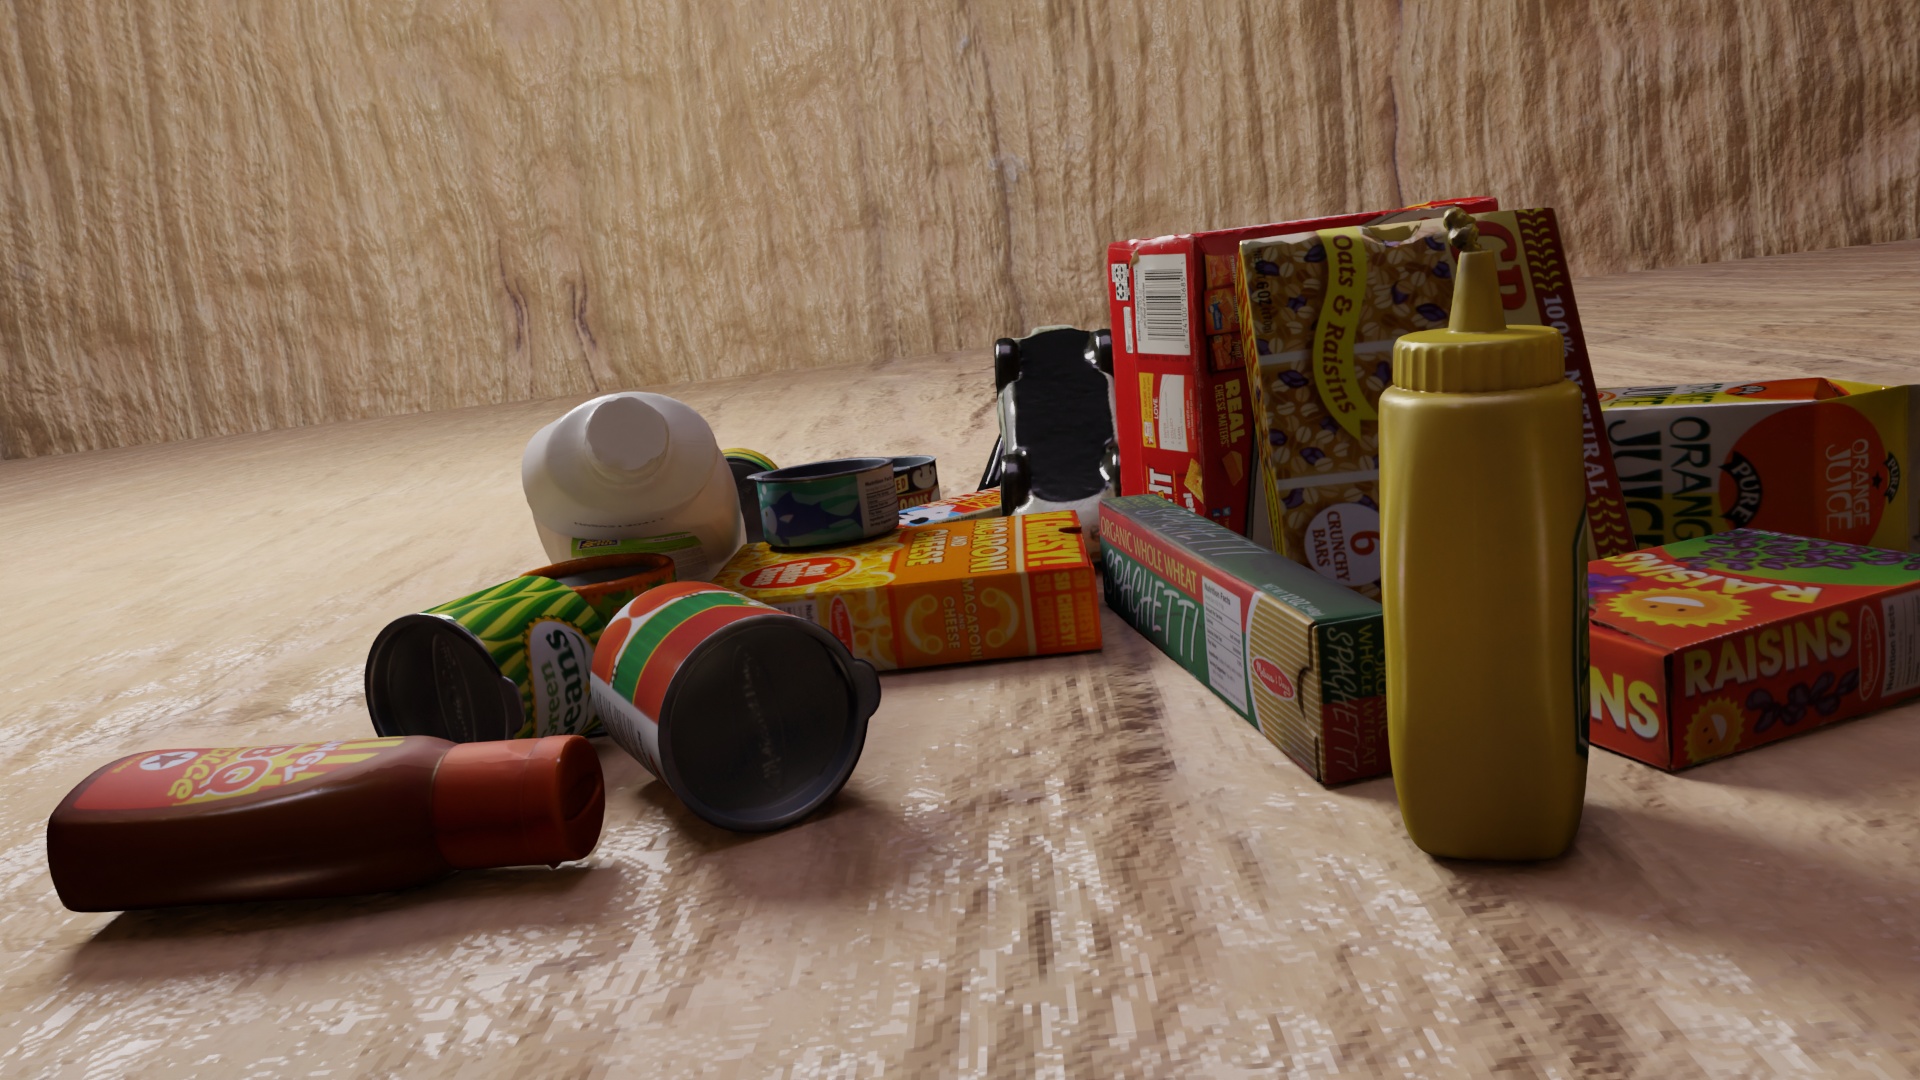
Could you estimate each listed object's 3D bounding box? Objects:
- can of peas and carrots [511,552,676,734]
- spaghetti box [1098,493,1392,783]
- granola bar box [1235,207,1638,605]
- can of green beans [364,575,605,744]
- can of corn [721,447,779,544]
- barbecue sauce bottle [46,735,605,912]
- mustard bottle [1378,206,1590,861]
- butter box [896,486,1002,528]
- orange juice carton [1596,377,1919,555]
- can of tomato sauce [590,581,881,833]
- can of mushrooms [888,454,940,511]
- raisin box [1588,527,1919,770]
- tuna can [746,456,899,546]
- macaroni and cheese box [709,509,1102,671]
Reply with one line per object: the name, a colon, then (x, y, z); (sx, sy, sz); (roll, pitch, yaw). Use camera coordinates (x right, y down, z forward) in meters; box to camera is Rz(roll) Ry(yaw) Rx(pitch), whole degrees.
can of peas and carrots: (-0.142, 0.039, 0.559); (0.071, 0.058, 0.071); (-6, 11, 1)
spaghetti box: (0.096, 0.024, 0.519); (0.029, 0.050, 0.250); (-6, 11, -8)
granola bar box: (0.178, -0.045, 0.535); (0.124, 0.166, 0.039); (-5, -22, 6)
can of green beans: (-0.167, 0.051, 0.499); (0.071, 0.071, 0.058); (-2, 12, 25)
can of corn: (-0.138, -0.022, 0.835); (0.071, 0.071, 0.058); (-8, 10, -4)
barbecue sauce bottle: (-0.183, 0.081, 0.412); (0.148, 0.043, 0.065); (-5, 10, 7)
mustard bottle: (0.131, -0.002, 0.348); (0.049, 0.159, 0.065); (-1, 13, 23)
butter box: (0.003, -0.010, 0.808); (0.104, 0.024, 0.053); (-15, 14, -34)
orange juice carton: (0.308, -0.028, 0.597); (0.192, 0.071, 0.073); (0, 13, 33)
can of tomato sauce: (-0.075, 0.049, 0.448); (0.071, 0.071, 0.083); (-13, 12, -27)
can of mushrooms: (-0.047, -0.037, 0.949); (0.071, 0.033, 0.071); (-6, 11, 1)
raisin box: (0.236, 0.029, 0.436); (0.124, 0.040, 0.086); (-11, 13, -18)
tuna can: (-0.065, -0.019, 0.661); (0.071, 0.032, 0.071); (-7, 9, 1)
macaroni and cheese box: (-0.025, 0.022, 0.620); (0.166, 0.040, 0.124); (-6, 12, 3)
